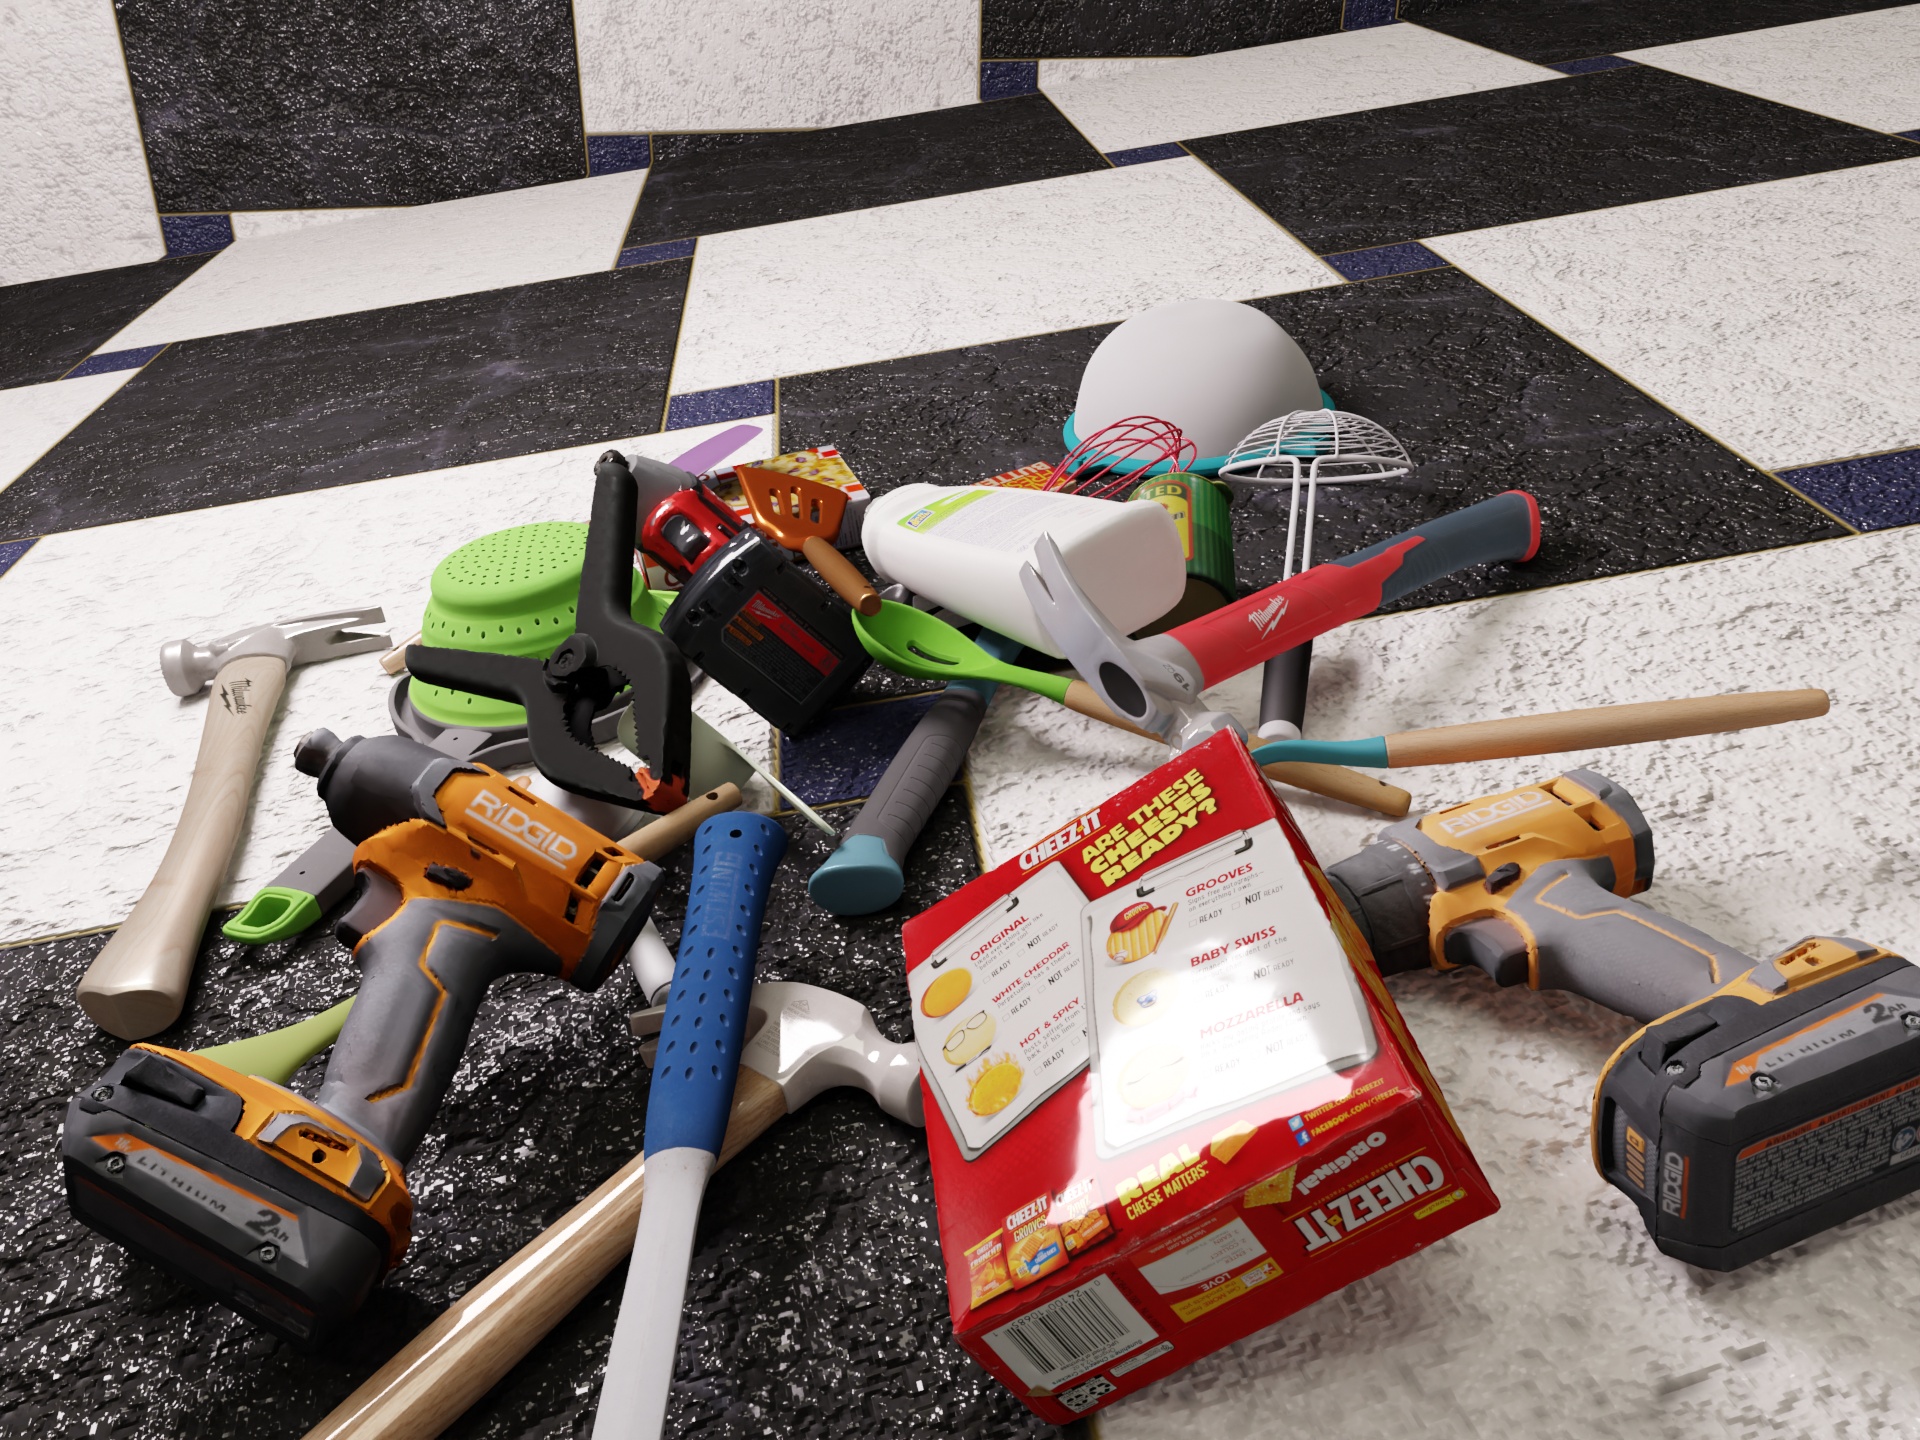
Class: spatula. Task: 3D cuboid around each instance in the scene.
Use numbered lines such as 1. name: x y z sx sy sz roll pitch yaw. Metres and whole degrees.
1. spatula: -0.084 -0.110 0.970 0.081 0.041 0.323 12 12 -17
2. spatula: -0.271 -0.127 1.121 0.316 0.018 0.060 -39 33 -21
3. spatula: 0.218 0.022 0.711 0.317 0.044 0.082 -8 -8 11

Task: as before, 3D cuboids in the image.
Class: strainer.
1. strainer: -0.175 0.077 0.791 0.087 0.050 0.259 -34 38 -10
2. strainer: 0.189 -0.304 1.282 0.211 0.095 0.341 -3 32 11

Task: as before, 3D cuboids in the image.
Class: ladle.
1. ladle: -0.226 0.116 0.706 0.320 0.062 0.078 -32 47 -32

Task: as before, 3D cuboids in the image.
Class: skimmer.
1. skimmer: 0.209 -0.083 0.969 0.127 0.090 0.364 1 42 16

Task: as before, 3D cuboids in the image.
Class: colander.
1. colander: -0.294 -0.021 0.933 0.204 0.094 0.397 4 33 22

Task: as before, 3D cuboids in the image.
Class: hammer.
1. hammer: -0.153 0.203 0.577 0.130 0.031 0.331 17 40 36
2. hammer: -0.001 -0.003 0.884 0.128 0.033 0.331 4 33 19
3. hammer: 0.202 -0.083 0.875 0.386 0.038 0.143 -23 66 -40
4. hammer: -0.422 0.039 0.926 0.146 0.038 0.411 -12 31 -8
5. hammer: -0.107 0.165 0.562 0.144 0.035 0.406 -6 32 3

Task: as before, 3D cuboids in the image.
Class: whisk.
1. whisk: 0.047 -0.128 1.066 0.296 0.073 0.073 -33 37 -25

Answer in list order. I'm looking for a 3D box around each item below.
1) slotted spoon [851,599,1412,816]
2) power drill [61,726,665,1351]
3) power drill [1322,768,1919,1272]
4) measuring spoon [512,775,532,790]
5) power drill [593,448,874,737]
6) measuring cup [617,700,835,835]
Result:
1. slotted spoon: 0.079 -0.005 0.828 0.314 0.031 0.070 19 24 23
2. power drill: -0.240 0.105 0.626 0.164 0.084 0.227 31 48 -2
3. power drill: 0.225 0.102 0.602 0.185 0.084 0.226 -17 26 -13
4. measuring spoon: -0.257 0.067 0.840 0.021 0.011 0.117 1 41 19
5. power drill: -0.147 -0.091 0.967 0.078 0.143 0.220 -47 36 3
6. measuring cup: -0.122 0.033 0.821 0.038 0.083 0.168 -51 45 -7
